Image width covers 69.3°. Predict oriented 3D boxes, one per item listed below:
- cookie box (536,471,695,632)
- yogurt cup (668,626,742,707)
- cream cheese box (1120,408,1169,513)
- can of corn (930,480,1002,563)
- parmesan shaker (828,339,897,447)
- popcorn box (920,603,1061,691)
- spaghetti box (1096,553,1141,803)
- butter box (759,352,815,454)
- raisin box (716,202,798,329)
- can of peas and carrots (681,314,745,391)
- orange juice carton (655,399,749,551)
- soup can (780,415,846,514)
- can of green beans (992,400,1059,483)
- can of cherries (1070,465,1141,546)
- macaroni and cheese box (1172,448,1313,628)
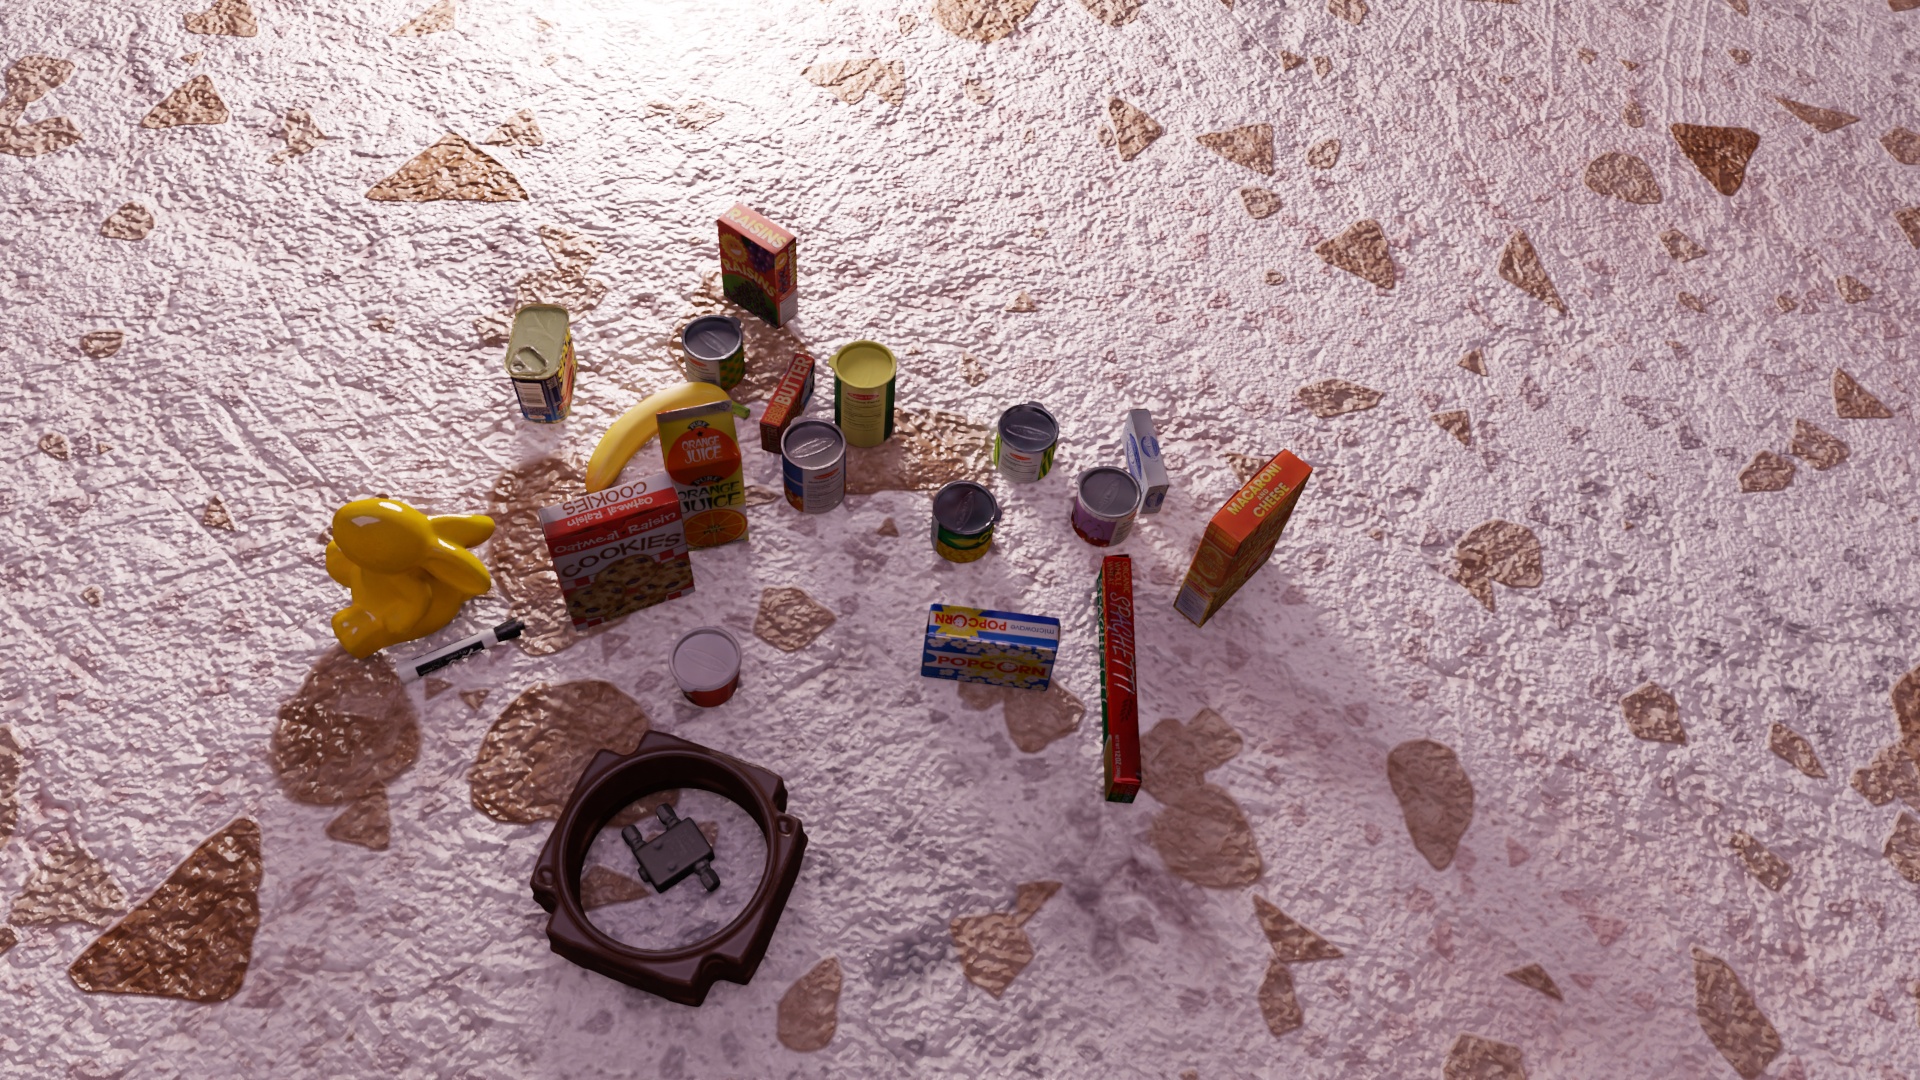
[{"bbox_3d":[-0.321,0.013,1.312,0.123,0.166,0.040,-19,61,-16],"label":"cookie box"},{"bbox_3d":[-0.240,0.123,1.316,0.072,0.053,0.073,2,57,-4],"label":"yogurt cup"},{"bbox_3d":[0.198,-0.085,1.492,0.024,0.053,0.104,-5,58,-8],"label":"cream cheese box"},{"bbox_3d":[0.005,-0.018,1.427,0.071,0.058,0.071,2,57,-4],"label":"can of corn"},{"bbox_3d":[-0.105,-0.156,1.480,0.071,0.102,0.071,2,57,-4],"label":"parmesan shaker"},{"bbox_3d":[0.028,0.103,1.335,0.127,0.084,0.038,7,57,-1],"label":"popcorn box"},{"bbox_3d":[0.153,0.130,1.350,0.029,0.050,0.251,3,57,-3],"label":"spaghetti box"},{"bbox_3d":[-0.185,-0.147,1.497,0.024,0.052,0.104,18,57,6],"label":"butter box"},{"bbox_3d":[-0.225,-0.307,1.555,0.086,0.122,0.040,34,61,16],"label":"raisin box"},{"bbox_3d":[-0.269,-0.206,1.524,0.071,0.058,0.071,2,57,-4],"label":"can of peas and carrots"},{"bbox_3d":[-0.253,-0.072,1.359,0.072,0.191,0.073,-11,59,-12],"label":"orange juice carton"},{"bbox_3d":[-0.152,-0.078,1.437,0.071,0.083,0.072,2,57,-4],"label":"soup can"},{"bbox_3d":[0.070,-0.103,1.489,0.071,0.057,0.071,2,57,-4],"label":"can of green beans"},{"bbox_3d":[0.150,-0.037,1.453,0.071,0.058,0.072,2,57,-4],"label":"can of cherries"},{"bbox_3d":[0.277,-0.001,1.377,0.040,0.165,0.124,39,62,19],"label":"macaroni and cheese box"}]
